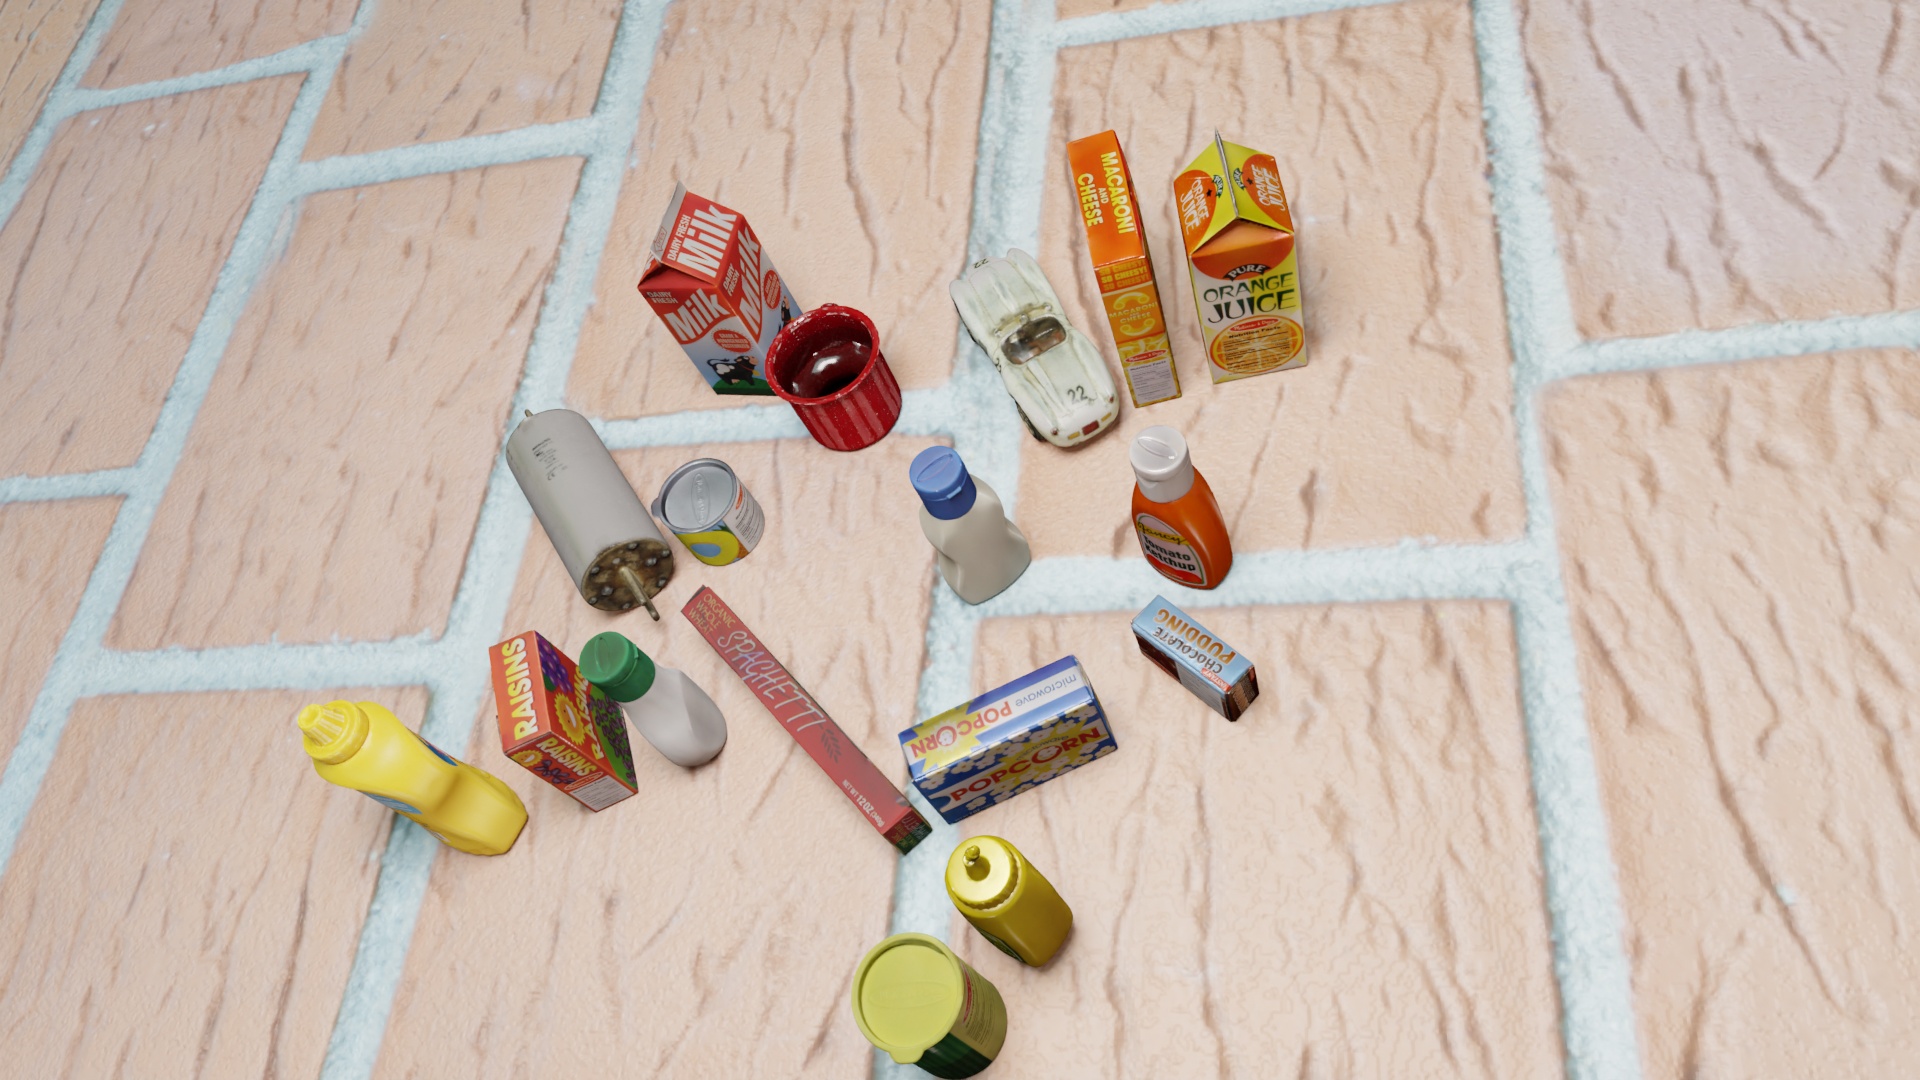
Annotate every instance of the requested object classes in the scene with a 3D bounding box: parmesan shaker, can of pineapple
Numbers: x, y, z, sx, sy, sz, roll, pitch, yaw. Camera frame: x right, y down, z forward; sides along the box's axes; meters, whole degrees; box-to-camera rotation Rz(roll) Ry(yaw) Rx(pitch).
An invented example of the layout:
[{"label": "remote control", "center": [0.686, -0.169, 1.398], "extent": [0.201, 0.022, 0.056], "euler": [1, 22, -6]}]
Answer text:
[{"label": "parmesan shaker", "center": [-0.017, 0.279, 0.817], "extent": [0.071, 0.102, 0.071], "euler": [-8, 59, 13]}, {"label": "can of pineapple", "center": [-0.194, -0.021, 1.076], "extent": [0.071, 0.057, 0.071], "euler": [-8, 59, 13]}]

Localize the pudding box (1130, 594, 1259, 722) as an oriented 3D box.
[{"label": "pudding box", "center": [0.154, 0.077, 0.913], "extent": [0.030, 0.049, 0.084], "euler": [-46, 58, -11]}]

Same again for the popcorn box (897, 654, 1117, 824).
[{"label": "popcorn box", "center": [0.032, 0.130, 0.899], "extent": [0.127, 0.085, 0.038], "euler": [-25, 57, 3]}]

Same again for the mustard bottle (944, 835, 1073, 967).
[{"label": "mustard bottle", "center": [0.022, 0.206, 0.813], "extent": [0.065, 0.159, 0.049], "euler": [29, 73, 29]}]

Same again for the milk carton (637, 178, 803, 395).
[{"label": "milk carton", "center": [-0.191, -0.195, 1.098], "extent": [0.073, 0.190, 0.072], "euler": [3, 62, 19]}]

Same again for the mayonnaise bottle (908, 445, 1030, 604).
[{"label": "mayonnaise bottle", "center": [0.003, -0.012, 0.954], "extent": [0.065, 0.147, 0.041], "euler": [-38, 57, -6]}]

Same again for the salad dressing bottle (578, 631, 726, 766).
[{"label": "salad dressing bottle", "center": [-0.209, 0.108, 0.951], "extent": [0.044, 0.147, 0.064], "euler": [-22, 57, 5]}]

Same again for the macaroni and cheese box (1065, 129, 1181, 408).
[{"label": "macaroni and cheese box", "center": [0.121, -0.195, 1.013], "extent": [0.040, 0.166, 0.124], "euler": [-14, 58, 10]}]

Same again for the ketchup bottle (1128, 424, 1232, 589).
[{"label": "ketchup bottle", "center": [0.141, -0.022, 0.916], "extent": [0.065, 0.148, 0.043], "euler": [26, 71, 28]}]

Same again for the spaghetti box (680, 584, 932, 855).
[{"label": "spaghetti box", "center": [-0.112, 0.121, 0.971], "extent": [0.029, 0.050, 0.251], "euler": [-43, 58, -9]}]

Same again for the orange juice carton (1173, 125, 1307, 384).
[{"label": "orange juice carton", "center": [0.196, -0.198, 0.976], "extent": [0.073, 0.192, 0.072], "euler": [-11, 58, 12]}]

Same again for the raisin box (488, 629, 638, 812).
[{"label": "raisin box", "center": [-0.279, 0.128, 0.976], "extent": [0.040, 0.123, 0.086], "euler": [-23, 57, 4]}]
